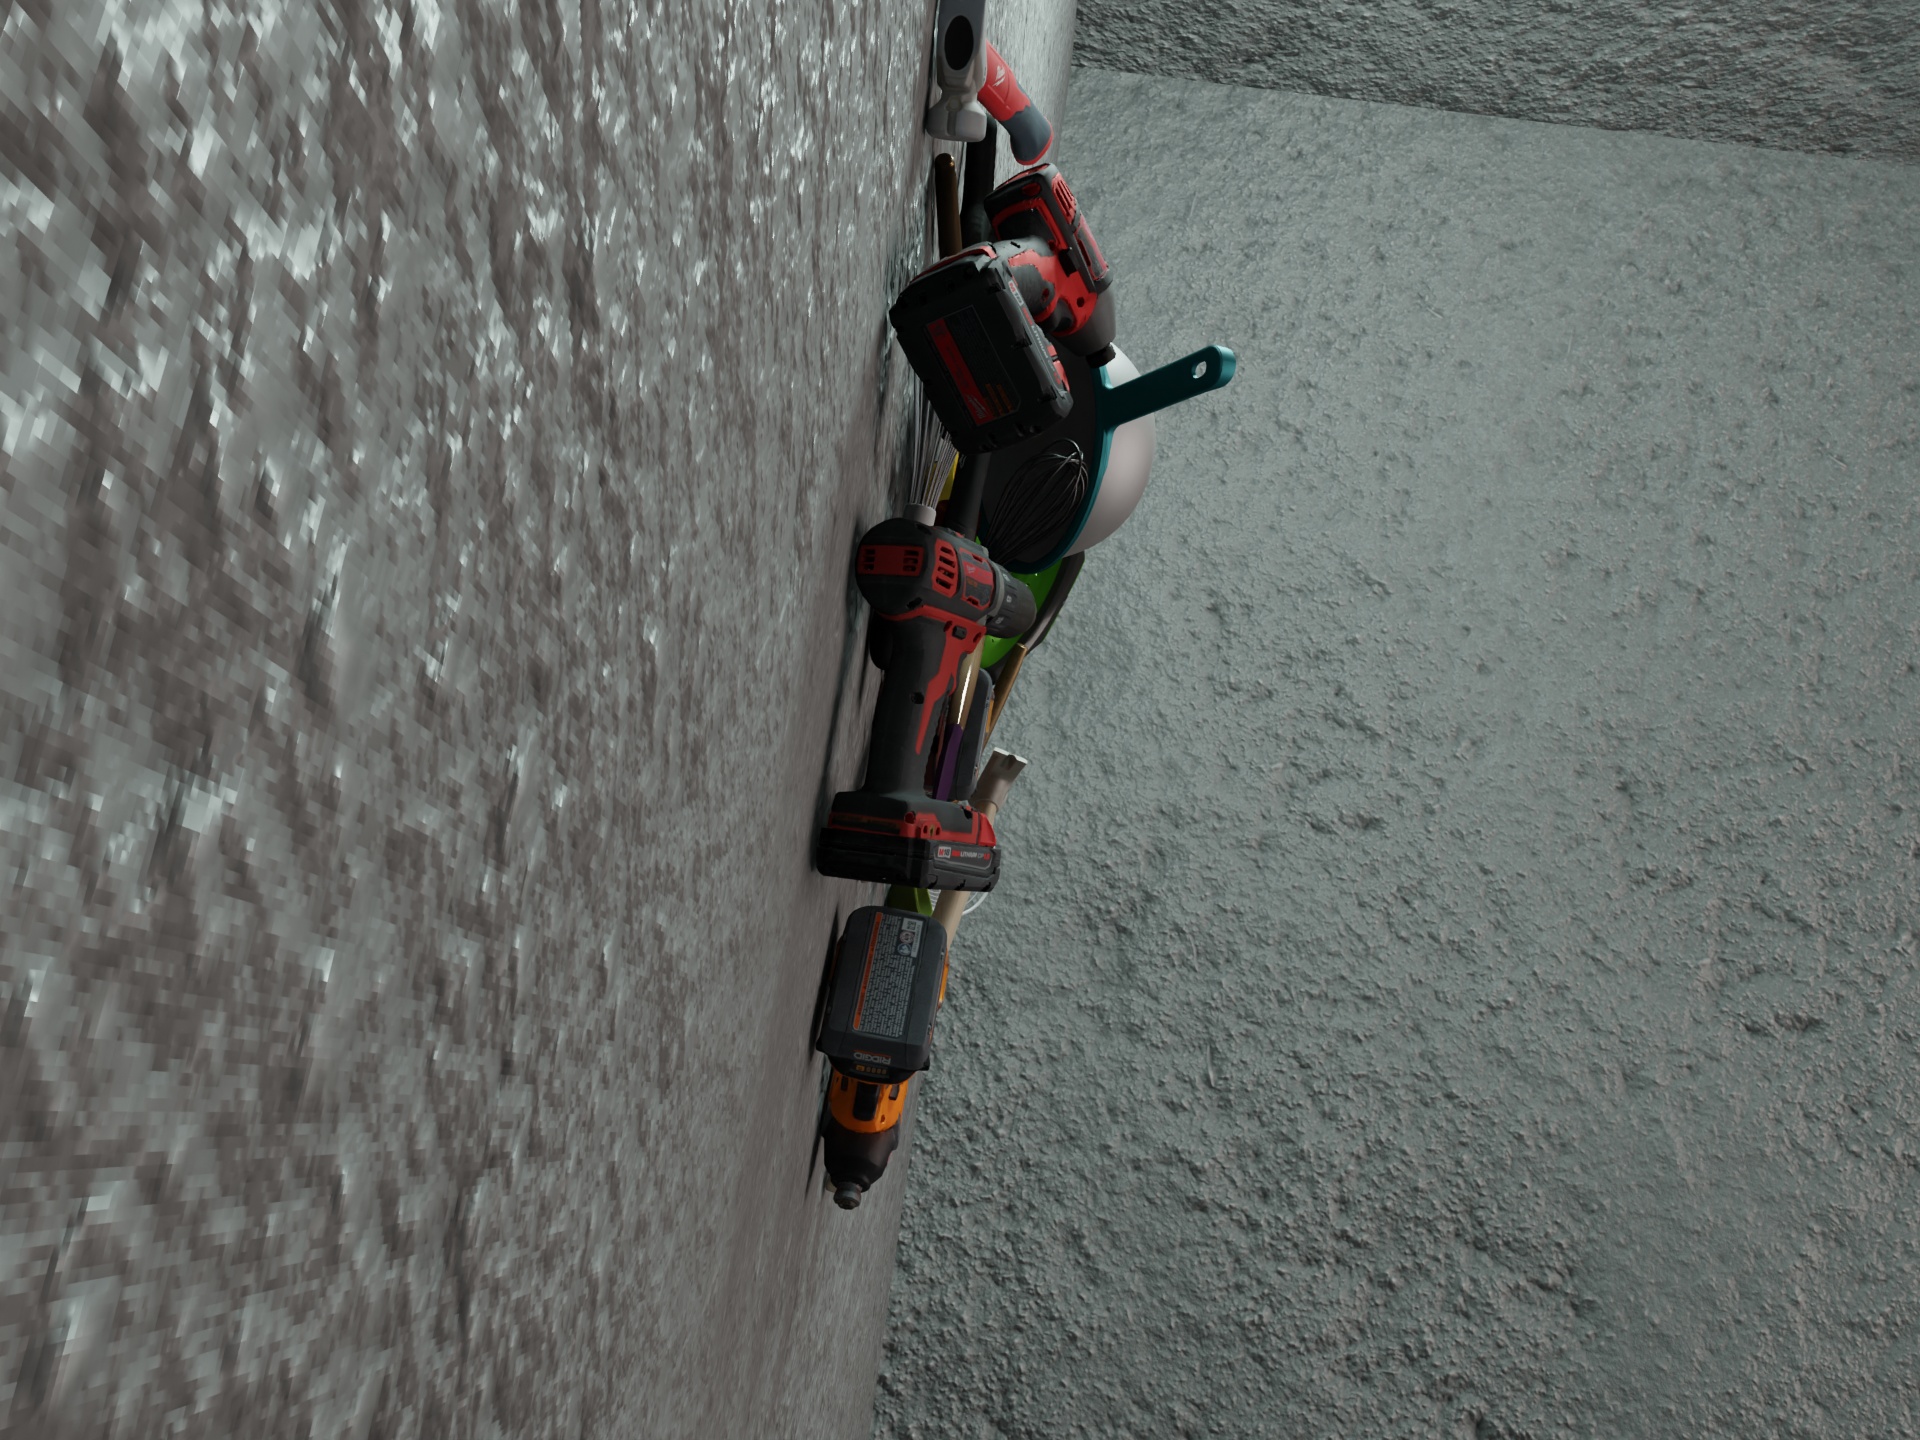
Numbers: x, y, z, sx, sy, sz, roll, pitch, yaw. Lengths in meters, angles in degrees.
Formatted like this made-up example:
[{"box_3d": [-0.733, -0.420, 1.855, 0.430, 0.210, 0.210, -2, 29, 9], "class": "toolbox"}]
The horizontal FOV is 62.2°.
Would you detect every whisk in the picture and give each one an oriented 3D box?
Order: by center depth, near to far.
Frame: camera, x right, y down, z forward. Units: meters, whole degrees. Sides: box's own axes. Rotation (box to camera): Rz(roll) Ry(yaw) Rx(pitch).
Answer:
[{"box_3d": [-0.022, -0.173, 1.121, 0.070, 0.070, 0.285, 73, 30, -84], "class": "whisk"}, {"box_3d": [0.015, -0.116, 1.186, 0.239, 0.055, 0.055, -47, -165, 27], "class": "whisk"}]

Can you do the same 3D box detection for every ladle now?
[{"box_3d": [0.006, 0.074, 1.579, 0.078, 0.062, 0.320, -68, -177, -78], "class": "ladle"}]

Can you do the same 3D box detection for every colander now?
[{"box_3d": [0.002, -0.138, 1.463, 0.204, 0.094, 0.397, -63, 162, 11], "class": "colander"}]

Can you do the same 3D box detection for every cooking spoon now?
[{"box_3d": [-0.005, -0.322, 1.242, 0.318, 0.017, 0.069, 85, 9, -65], "class": "cooking spoon"}]

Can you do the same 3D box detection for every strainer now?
[{"box_3d": [0.122, -0.224, 1.211, 0.340, 0.095, 0.211, -8, -98, 60], "class": "strainer"}]

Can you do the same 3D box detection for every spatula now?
[{"box_3d": [-0.002, -0.004, 1.272, 0.316, 0.018, 0.059, -77, 176, -55], "class": "spatula"}]

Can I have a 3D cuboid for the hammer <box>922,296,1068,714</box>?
[{"box_3d": [-0.001, -0.154, 1.161, 0.146, 0.035, 0.335, -17, -124, 56], "class": "hammer"}]

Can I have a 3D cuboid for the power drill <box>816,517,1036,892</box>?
[{"box_3d": [-0.010, -0.006, 1.027, 0.187, 0.080, 0.227, 14, 81, -62], "class": "power drill"}]

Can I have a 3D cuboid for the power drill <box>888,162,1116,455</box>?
[{"box_3d": [0.045, -0.268, 1.046, 0.143, 0.078, 0.220, 61, 33, -23], "class": "power drill"}]

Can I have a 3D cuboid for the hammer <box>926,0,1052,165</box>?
[{"box_3d": [0.032, -0.481, 1.179, 0.386, 0.038, 0.143, -53, 149, -74], "class": "hammer"}]

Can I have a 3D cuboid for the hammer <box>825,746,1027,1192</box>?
[{"box_3d": [-0.030, 0.219, 1.405, 0.146, 0.038, 0.411, 116, -5, -72], "class": "hammer"}]

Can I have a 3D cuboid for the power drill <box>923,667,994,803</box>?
[{"box_3d": [-0.026, 0.043, 1.455, 0.226, 0.084, 0.185, 110, -10, -81], "class": "power drill"}]

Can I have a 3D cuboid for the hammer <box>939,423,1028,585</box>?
[{"box_3d": [0.029, -0.214, 1.588, 0.336, 0.127, 0.034, 74, 17, -69], "class": "hammer"}]

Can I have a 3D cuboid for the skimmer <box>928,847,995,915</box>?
[{"box_3d": [-0.009, 0.089, 1.775, 0.127, 0.090, 0.363, -44, 155, -28], "class": "skimmer"}]

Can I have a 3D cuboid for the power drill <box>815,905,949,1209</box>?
[{"box_3d": [-0.066, 0.258, 1.195, 0.226, 0.084, 0.164, 101, 0, -53], "class": "power drill"}]

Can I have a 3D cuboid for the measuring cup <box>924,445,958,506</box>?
[{"box_3d": [-0.018, -0.246, 1.380, 0.062, 0.029, 0.156, -20, 106, -81], "class": "measuring cup"}]
